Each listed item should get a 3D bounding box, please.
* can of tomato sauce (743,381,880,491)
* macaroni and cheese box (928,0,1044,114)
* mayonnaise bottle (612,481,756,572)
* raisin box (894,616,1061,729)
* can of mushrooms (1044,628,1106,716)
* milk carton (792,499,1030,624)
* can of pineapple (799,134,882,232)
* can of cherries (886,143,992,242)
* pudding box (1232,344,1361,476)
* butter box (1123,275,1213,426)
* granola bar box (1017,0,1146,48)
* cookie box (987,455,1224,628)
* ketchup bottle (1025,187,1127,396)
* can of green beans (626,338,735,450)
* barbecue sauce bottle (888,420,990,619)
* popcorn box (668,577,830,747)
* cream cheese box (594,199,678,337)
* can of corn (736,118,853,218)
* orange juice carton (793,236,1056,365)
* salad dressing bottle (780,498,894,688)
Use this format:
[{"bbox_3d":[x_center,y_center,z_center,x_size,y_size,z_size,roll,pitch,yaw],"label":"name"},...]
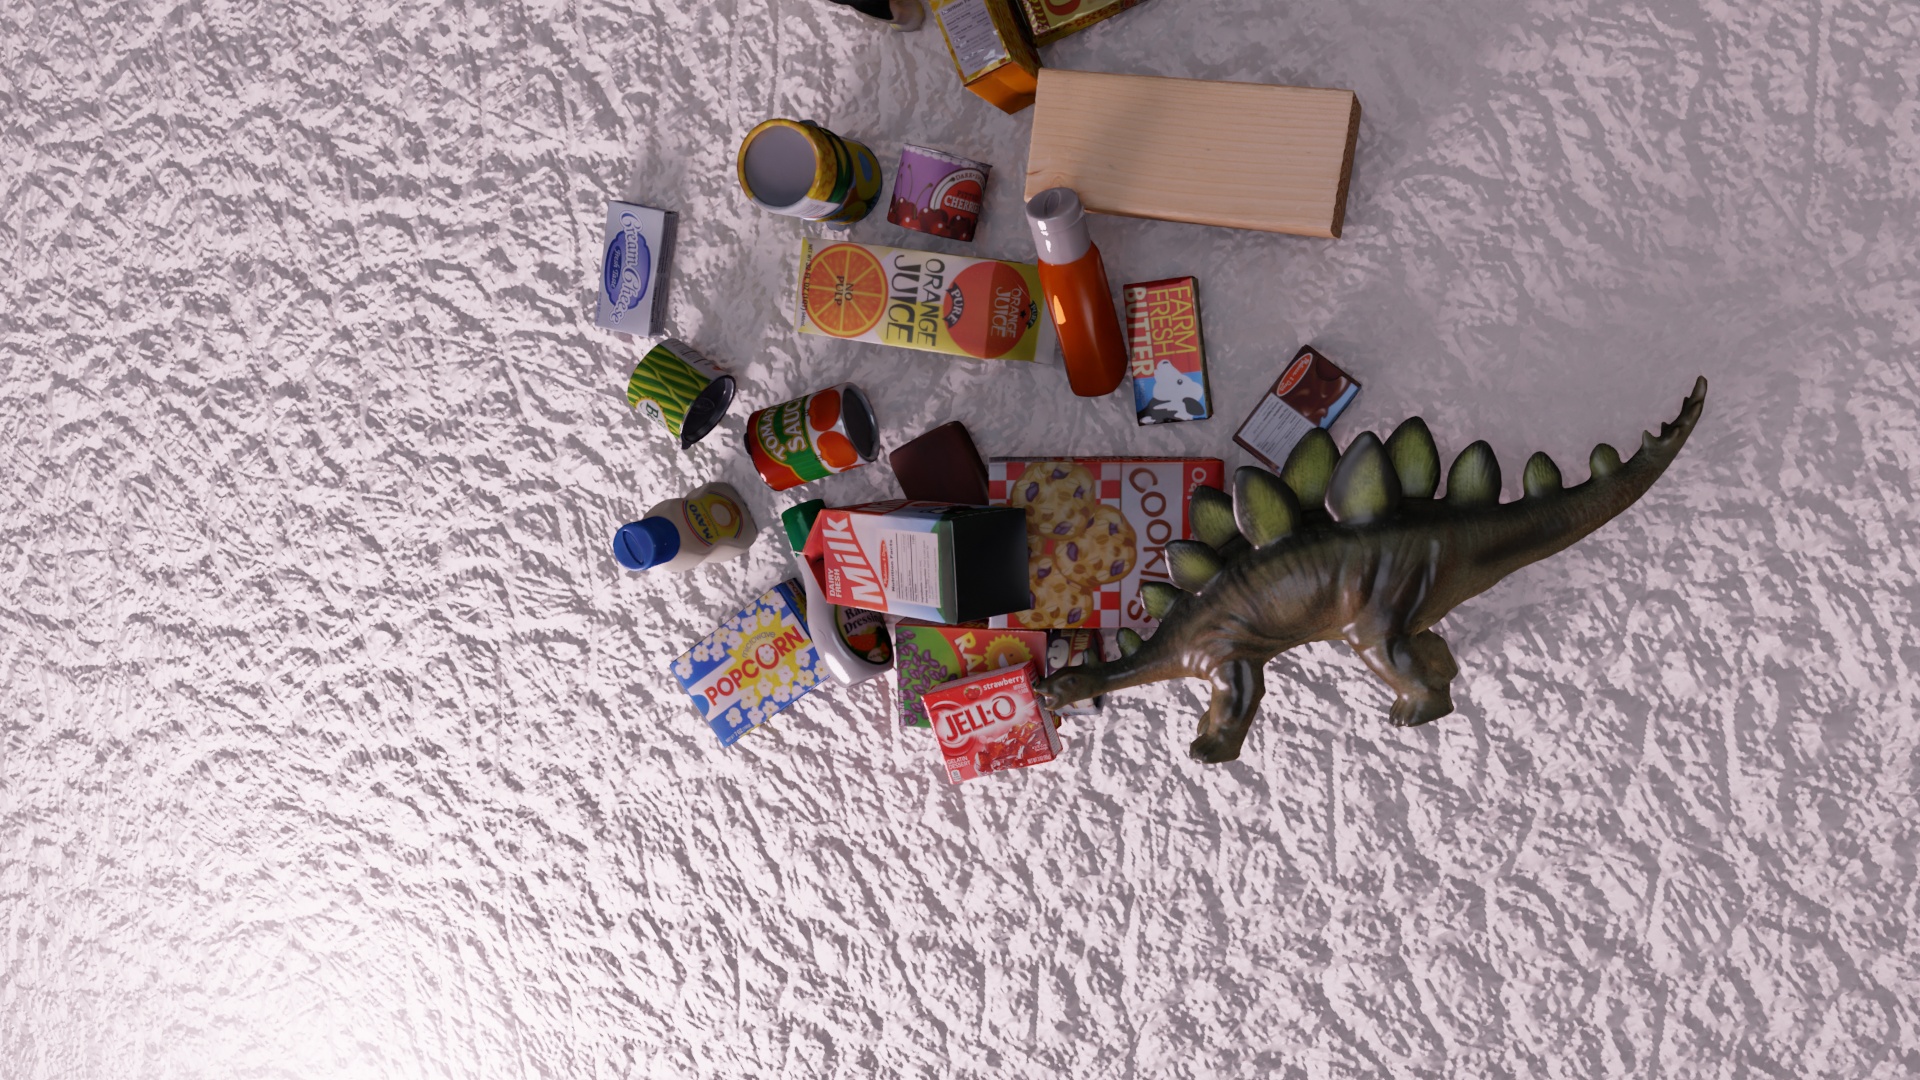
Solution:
[{"bbox_3d":[-0.114,-0.081,1.074,0.083,0.071,0.071,-16,94,20],"label":"can of tomato sauce"},{"bbox_3d":[0.004,-0.387,0.957,0.040,0.124,0.166,-22,91,18],"label":"macaroni and cheese box"},{"bbox_3d":[-0.214,-0.006,1.077,0.041,0.148,0.065,-30,89,21],"label":"mayonnaise bottle"},{"bbox_3d":[0.014,0.104,1.077,0.123,0.040,0.086,1,99,19],"label":"raisin box"},{"bbox_3d":[0.087,0.096,1.036,0.033,0.071,0.071,-4,98,19],"label":"can of mushrooms"},{"bbox_3d":[-0.040,0.011,1.009,0.190,0.072,0.073,6,101,48],"label":"milk carton"},{"bbox_3d":[-0.099,-0.270,1.045,0.071,0.058,0.071,3,100,18],"label":"can of pineapple"},{"bbox_3d":[-0.014,-0.253,1.014,0.071,0.072,0.058,19,104,15],"label":"can of cherries"},{"bbox_3d":[0.237,-0.090,0.976,0.050,0.030,0.083,39,108,10],"label":"pudding box"},{"bbox_3d":[0.149,-0.136,1.001,0.053,0.024,0.103,-6,97,19],"label":"butter box"},{"bbox_3d":[0.078,-0.444,0.957,0.124,0.039,0.165,-22,91,7],"label":"granola bar box"},{"bbox_3d":[0.104,0.001,1.008,0.167,0.040,0.122,0,99,3],"label":"cookie box"},{"bbox_3d":[0.081,-0.172,0.958,0.043,0.065,0.148,-4,137,18],"label":"ketchup bottle"},{"bbox_3d":[-0.222,-0.119,1.106,0.058,0.071,0.071,35,108,11],"label":"can of green beans"},{"bbox_3d":[0.004,-0.013,1.059,0.064,0.044,0.148,-26,90,23],"label":"barbecue sauce bottle"},{"bbox_3d":[-0.164,0.100,1.136,0.126,0.038,0.085,-36,88,20],"label":"popcorn box"},{"bbox_3d":[-0.263,-0.220,1.127,0.053,0.024,0.103,13,103,15],"label":"cream cheese box"},{"bbox_3d":[-0.118,-0.267,0.988,0.071,0.058,0.071,3,100,17],"label":"can of corn"},{"bbox_3d":[-0.019,-0.177,1.025,0.193,0.073,0.071,11,102,16],"label":"orange juice carton"},{"bbox_3d":[-0.100,0.041,1.096,0.044,0.064,0.147,-28,81,39],"label":"salad dressing bottle"}]
